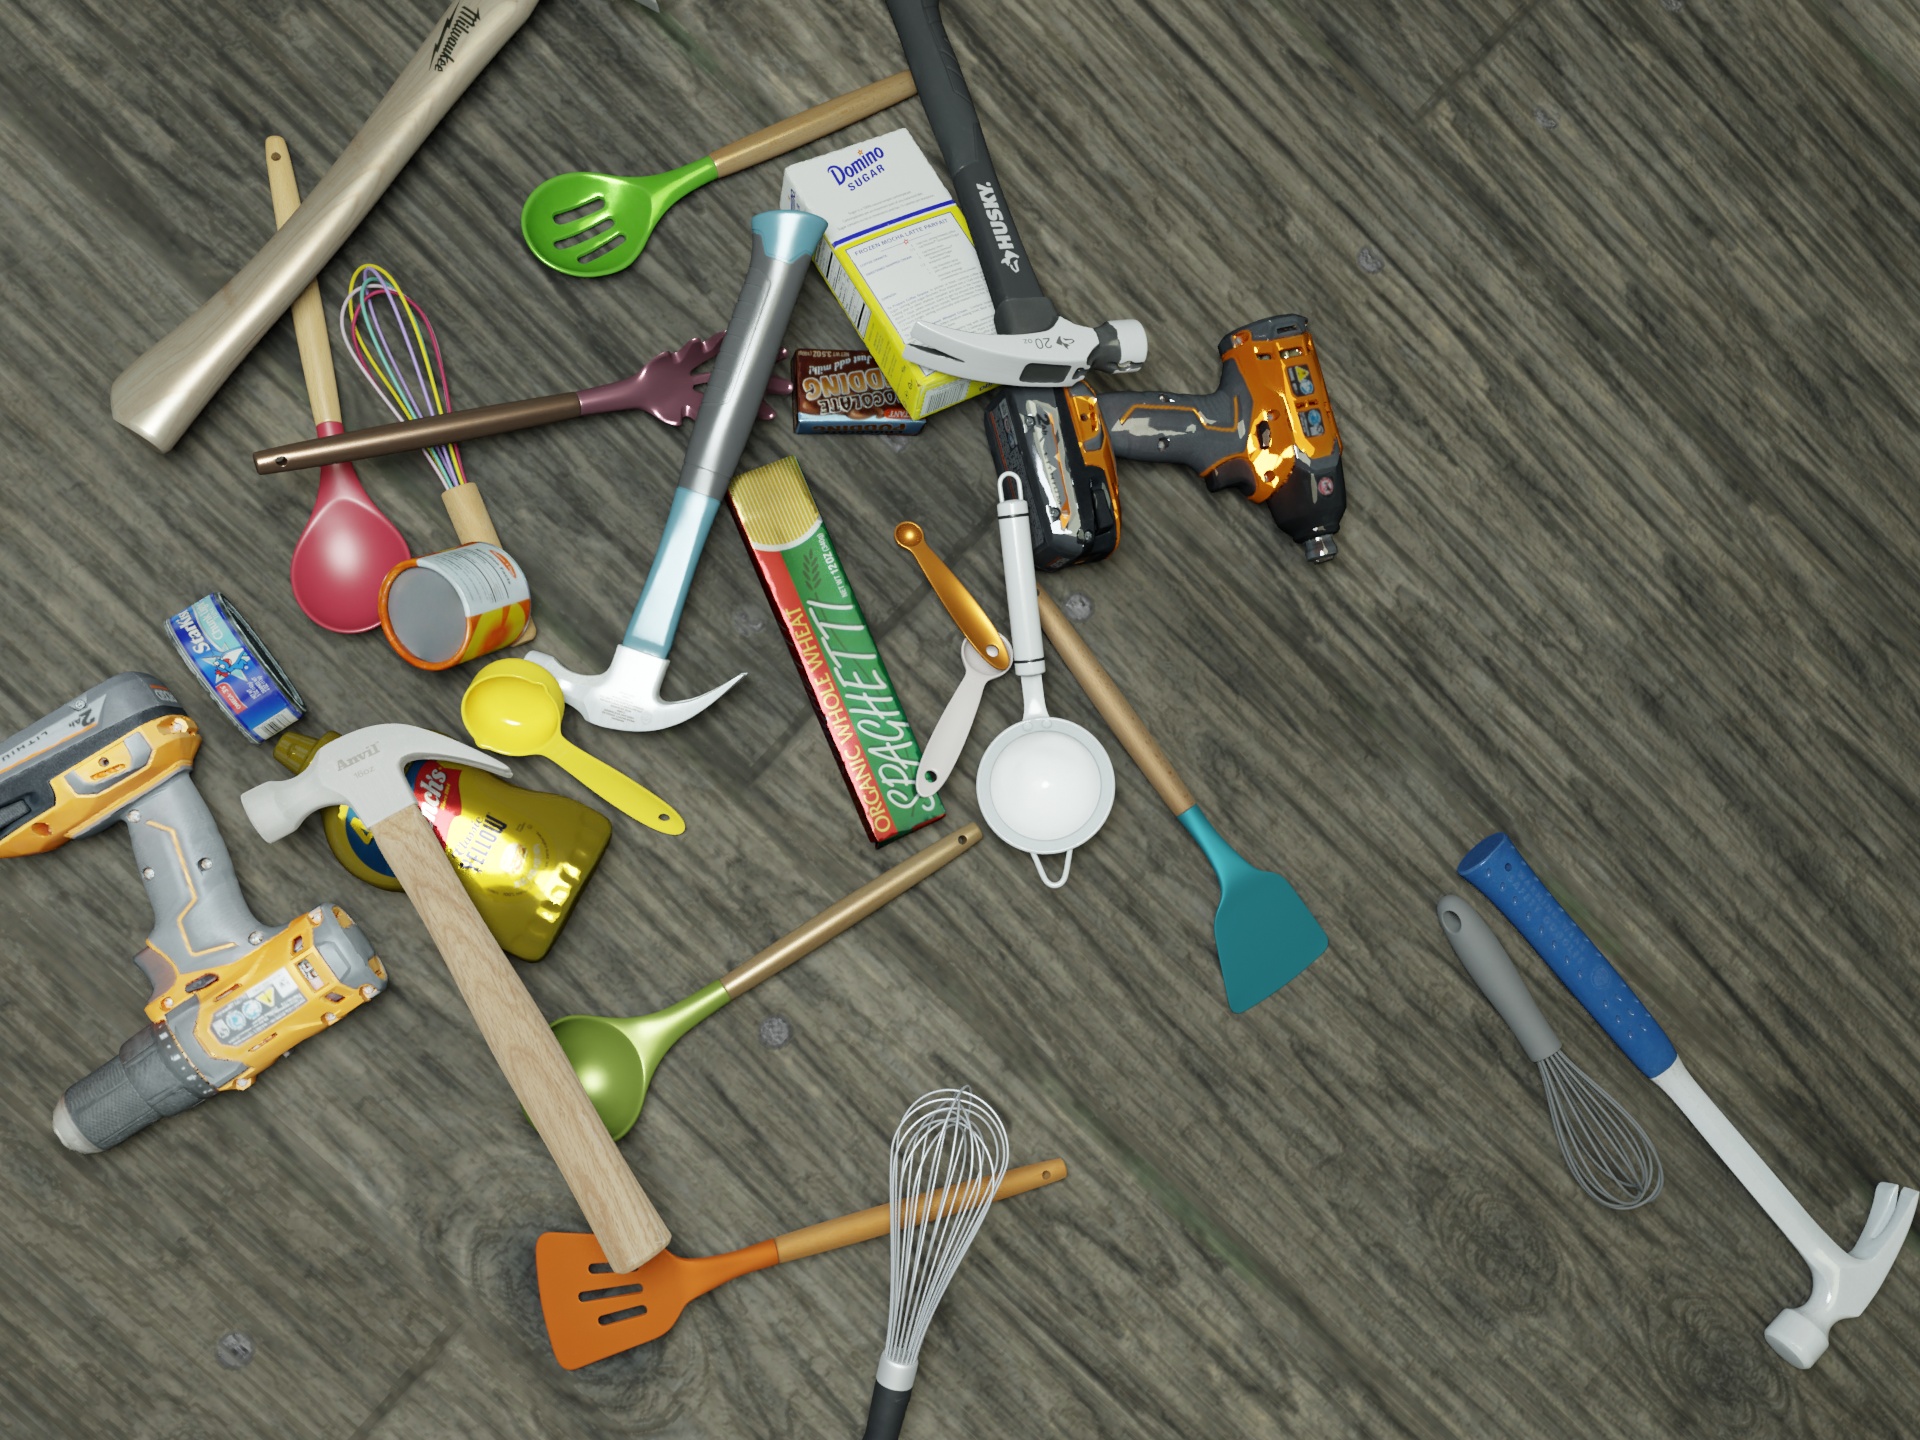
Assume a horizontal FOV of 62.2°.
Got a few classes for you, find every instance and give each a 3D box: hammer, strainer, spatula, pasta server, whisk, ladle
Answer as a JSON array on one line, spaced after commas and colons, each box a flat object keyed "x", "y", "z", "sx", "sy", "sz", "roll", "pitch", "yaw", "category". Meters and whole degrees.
[{"x": -0.346, "y": -0.322, "z": 0.941, "sx": 0.146, "sy": 0.038, "sz": 0.411, "roll": 29, "pitch": 76, "yaw": 14, "category": "hammer"}, {"x": 0.046, "y": -0.026, "z": 0.996, "sx": 0.087, "sy": 0.050, "sz": 0.258, "roll": -6, "pitch": 97, "yaw": 3, "category": "strainer"}, {"x": -0.154, "y": -0.150, "z": 0.957, "sx": 0.128, "sy": 0.033, "sz": 0.331, "roll": 19, "pitch": 93, "yaw": -5, "category": "hammer"}, {"x": -0.089, "y": 0.311, "z": 0.961, "sx": 0.322, "sy": 0.041, "sz": 0.081, "roll": -11, "pitch": 86, "yaw": -16, "category": "spatula"}, {"x": -0.252, "y": -0.183, "z": 0.946, "sx": 0.316, "sy": 0.040, "sz": 0.060, "roll": -17, "pitch": 112, "yaw": -25, "category": "pasta server"}, {"x": 0.485, "y": 0.237, "z": 1.075, "sx": 0.144, "sy": 0.035, "sz": 0.405, "roll": -41, "pitch": 92, "yaw": -12, "category": "hammer"}, {"x": -0.314, "y": -0.159, "z": 0.963, "sx": 0.047, "sy": 0.051, "sz": 0.245, "roll": -22, "pitch": 93, "yaw": 8, "category": "whisk"}, {"x": -0.253, "y": 0.151, "z": 0.876, "sx": 0.130, "sy": 0.031, "sz": 0.331, "roll": -30, "pitch": 89, "yaw": -15, "category": "hammer"}, {"x": -0.001, "y": -0.354, "z": 0.999, "sx": 0.146, "sy": 0.035, "sz": 0.335, "roll": -9, "pitch": 69, "yaw": -21, "category": "hammer"}, {"x": -0.117, "y": 0.148, "z": 0.956, "sx": 0.320, "sy": 0.062, "sz": 0.078, "roll": -31, "pitch": 90, "yaw": -15, "category": "ladle"}, {"x": 0.386, "y": 0.219, "z": 1.055, "sx": 0.055, "sy": 0.055, "sz": 0.239, "roll": -31, "pitch": 85, "yaw": -13, "category": "whisk"}, {"x": 0.127, "y": 0.039, "z": 1.034, "sx": 0.082, "sy": 0.044, "sz": 0.317, "roll": -34, "pitch": 86, "yaw": -12, "category": "spatula"}, {"x": -0.386, "y": -0.203, "z": 0.957, "sx": 0.069, "sy": 0.031, "sz": 0.315, "roll": -11, "pitch": 84, "yaw": -12, "category": "ladle"}, {"x": -0.030, "y": 0.351, "z": 0.933, "sx": 0.070, "sy": 0.070, "sz": 0.284, "roll": 12, "pitch": 94, "yaw": -10, "category": "whisk"}]

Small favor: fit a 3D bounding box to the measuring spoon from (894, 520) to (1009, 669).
[{"x": -0.006, "y": -0.079, "z": 1.018, "sx": 0.021, "sy": 0.011, "sz": 0.117, "roll": -33, "pitch": 83, "yaw": -25, "category": "measuring spoon"}]

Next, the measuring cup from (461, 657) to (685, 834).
[{"x": -0.226, "y": 0.018, "z": 0.952, "sx": 0.062, "sy": 0.029, "sz": 0.156, "roll": -39, "pitch": 118, "yaw": 22, "category": "measuring cup"}]

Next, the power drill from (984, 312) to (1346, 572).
[{"x": 0.144, "y": -0.164, "z": 1.032, "sx": 0.226, "sy": 0.084, "sz": 0.164, "roll": -15, "pitch": 87, "yaw": -16, "category": "power drill"}]

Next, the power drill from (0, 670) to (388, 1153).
[{"x": -0.459, "y": 0.110, "z": 0.883, "sx": 0.185, "sy": 0.084, "sz": 0.226, "roll": -34, "pitch": 96, "yaw": -11, "category": "power drill"}]

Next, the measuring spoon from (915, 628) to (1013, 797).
[{"x": -0.002, "y": -0.003, "z": 1.003, "sx": 0.034, "sy": 0.018, "sz": 0.124, "roll": 26, "pitch": 66, "yaw": -3, "category": "measuring spoon"}]

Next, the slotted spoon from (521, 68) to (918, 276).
[{"x": -0.136, "y": -0.365, "z": 1.025, "sx": 0.314, "sy": 0.031, "sz": 0.070, "roll": -29, "pitch": 90, "yaw": -15, "category": "slotted spoon"}]
